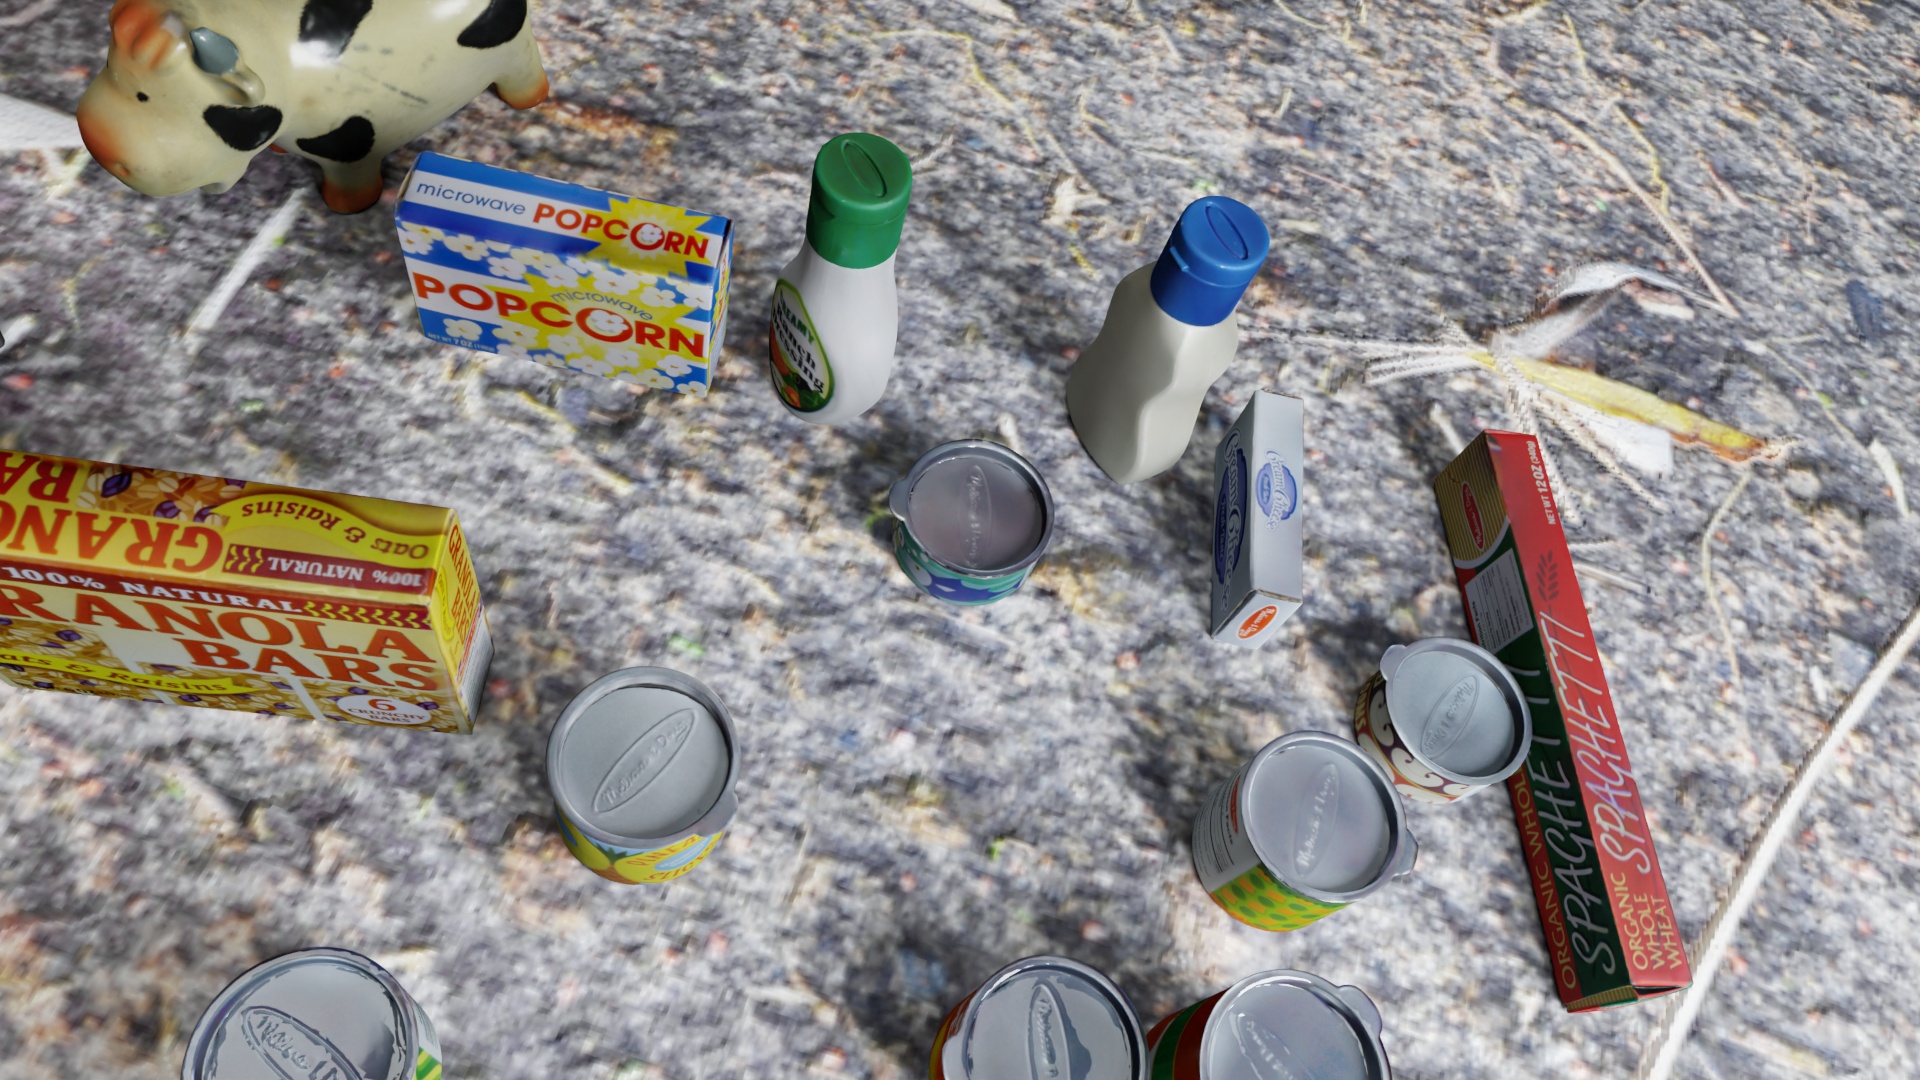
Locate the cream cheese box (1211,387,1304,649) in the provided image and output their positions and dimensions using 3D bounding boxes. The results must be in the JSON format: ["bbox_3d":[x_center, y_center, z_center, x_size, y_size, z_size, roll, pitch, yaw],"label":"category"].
[{"bbox_3d":[0.130,-0.010,0.612,0.024,0.053,0.104,12,61,-7],"label":"cream cheese box"}]

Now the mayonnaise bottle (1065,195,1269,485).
[{"bbox_3d":[0.086,-0.084,0.586,0.041,0.147,0.065,-20,69,-21],"label":"mayonnaise bottle"}]

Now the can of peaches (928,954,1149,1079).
[{"bbox_3d":[0.023,0.183,0.485,0.071,0.057,0.071,5,62,-10],"label":"can of peaches"}]

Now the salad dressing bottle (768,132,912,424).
[{"bbox_3d":[-0.049,-0.103,0.567,0.044,0.147,0.064,-24,71,-22],"label":"salad dressing bottle"}]

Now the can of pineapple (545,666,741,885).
[{"bbox_3d":[-0.114,0.088,0.504,0.071,0.057,0.071,5,62,-10],"label":"can of pineapple"}]

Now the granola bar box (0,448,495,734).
[{"bbox_3d":[-0.252,0.022,0.470,0.166,0.123,0.039,8,62,-9],"label":"granola bar box"}]

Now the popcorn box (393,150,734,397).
[{"bbox_3d":[-0.162,-0.109,0.580,0.127,0.084,0.038,11,62,-7],"label":"popcorn box"}]

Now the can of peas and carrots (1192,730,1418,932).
[{"bbox_3d":[0.133,0.116,0.544,0.071,0.058,0.071,5,62,-10],"label":"can of peas and carrots"}]

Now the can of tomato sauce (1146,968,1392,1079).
[{"bbox_3d":[0.102,0.189,0.485,0.071,0.082,0.071,5,62,-10],"label":"can of tomato sauce"}]

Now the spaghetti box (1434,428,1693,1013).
[{"bbox_3d":[0.254,0.071,0.599,0.029,0.050,0.251,2,63,-12],"label":"spaghetti box"}]

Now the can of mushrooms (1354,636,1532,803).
[{"bbox_3d":[0.204,0.076,0.595,0.071,0.033,0.071,5,62,-10],"label":"can of mushrooms"}]

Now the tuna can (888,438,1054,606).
[{"bbox_3d":[0.002,-0.007,0.594,0.071,0.032,0.071,5,62,-10],"label":"tuna can"}]

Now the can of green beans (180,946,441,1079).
[{"bbox_3d":[-0.204,0.168,0.442,0.071,0.057,0.071,5,62,-10],"label":"can of green beans"}]
